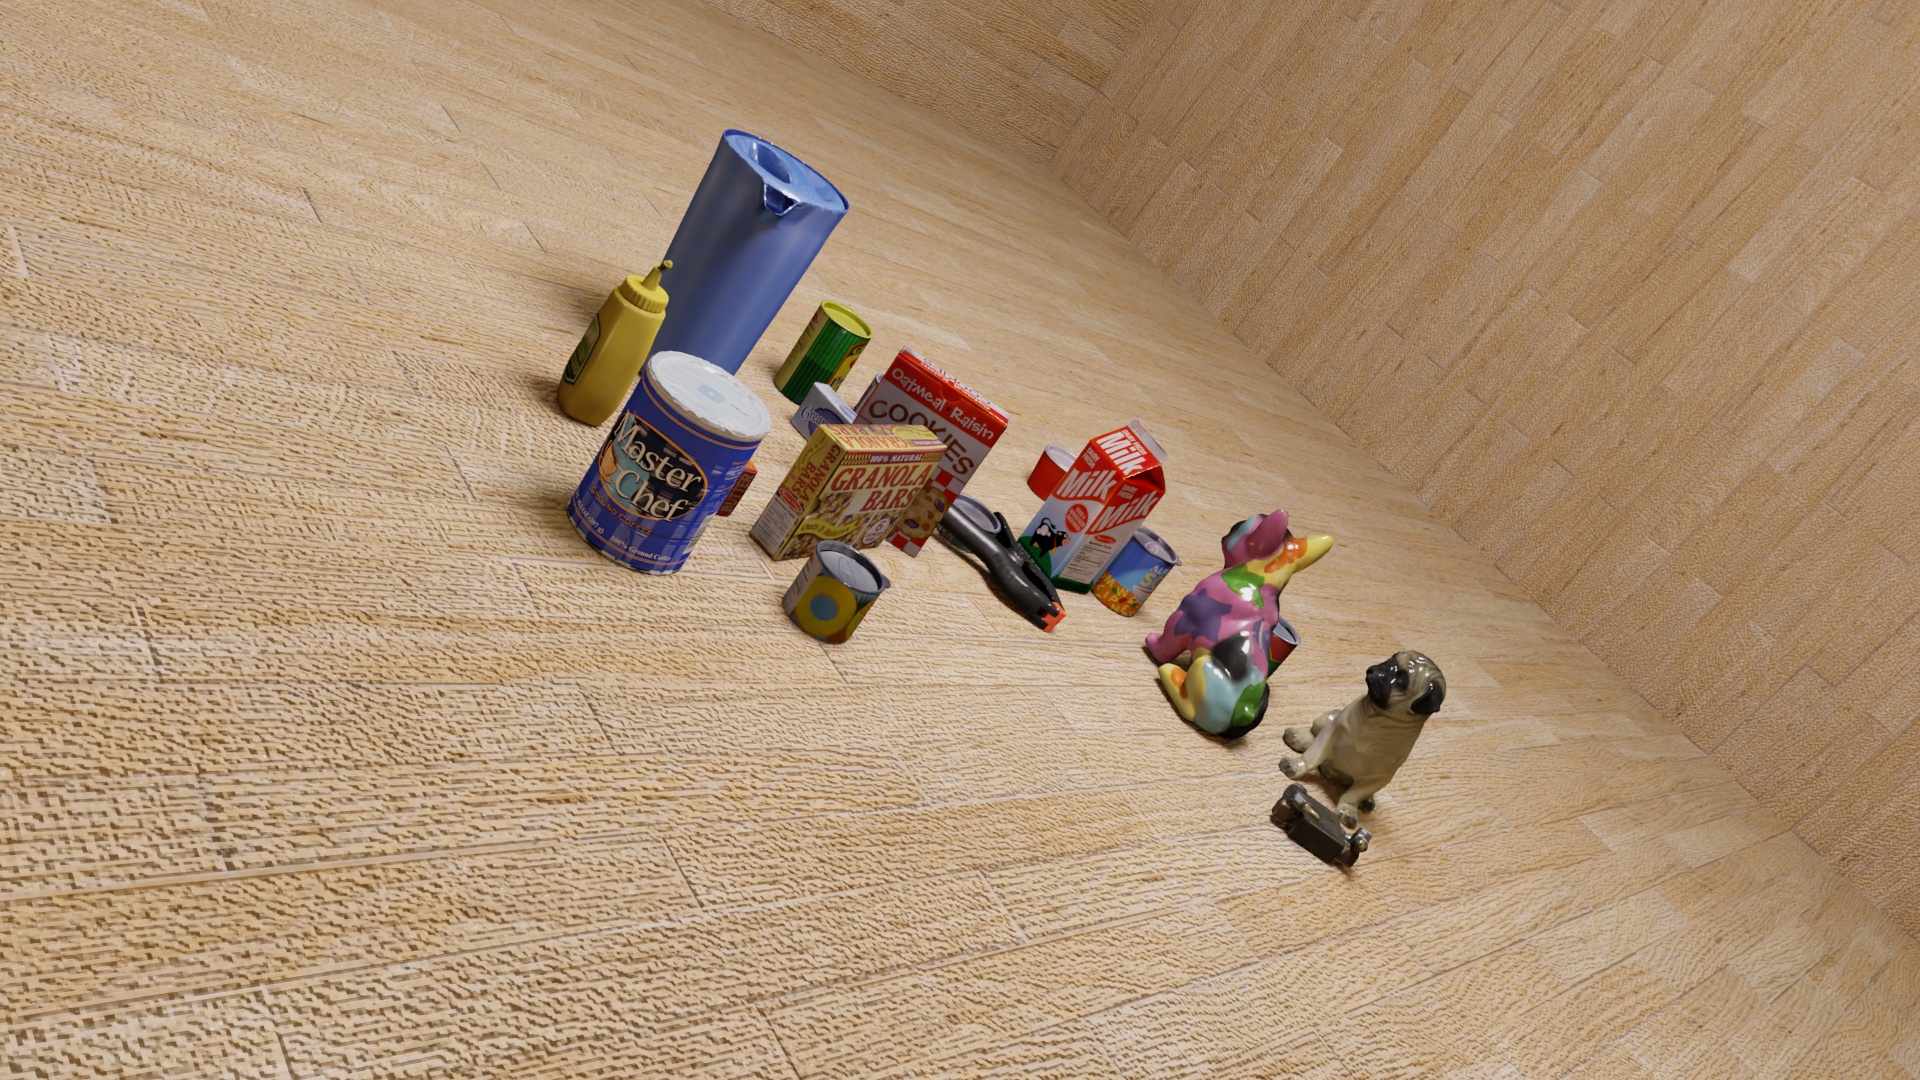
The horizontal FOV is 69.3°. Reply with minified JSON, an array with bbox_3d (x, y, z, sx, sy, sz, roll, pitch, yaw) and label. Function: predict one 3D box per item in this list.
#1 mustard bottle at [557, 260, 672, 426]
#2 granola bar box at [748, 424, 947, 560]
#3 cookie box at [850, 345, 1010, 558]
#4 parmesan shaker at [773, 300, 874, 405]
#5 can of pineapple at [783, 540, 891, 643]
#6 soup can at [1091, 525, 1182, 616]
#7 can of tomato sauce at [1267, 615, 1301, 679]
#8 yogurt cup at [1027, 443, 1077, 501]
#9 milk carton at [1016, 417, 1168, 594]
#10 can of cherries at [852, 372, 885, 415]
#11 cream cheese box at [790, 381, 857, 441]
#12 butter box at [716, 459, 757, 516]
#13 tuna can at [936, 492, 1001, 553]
[{"bbox_3d":[-0.287,-0.174,1.174,0.049,0.159,0.065,21,26,-33],"label":"mustard bottle"},{"bbox_3d":[-0.096,-0.045,1.239,0.039,0.123,0.166,44,23,20],"label":"granola bar box"},{"bbox_3d":[-0.049,-0.084,1.328,0.123,0.166,0.040,33,22,-8],"label":"cookie box"},{"bbox_3d":[-0.148,-0.200,1.503,0.071,0.102,0.071,30,22,-14],"label":"parmesan shaker"},{"bbox_3d":[-0.102,0.043,1.141,0.071,0.057,0.071,30,23,-14],"label":"can of pineapple"},{"bbox_3d":[0.195,0.036,1.551,0.071,0.083,0.071,30,22,-14],"label":"soup can"},{"bbox_3d":[0.332,0.124,1.573,0.071,0.082,0.071,30,22,-14],"label":"can of tomato sauce"},{"bbox_3d":[0.119,-0.078,1.710,0.072,0.053,0.073,30,23,-14],"label":"yogurt cup"},{"bbox_3d":[0.150,-0.039,1.494,0.073,0.189,0.072,14,30,-43],"label":"milk carton"},{"bbox_3d":[-0.080,-0.144,1.549,0.071,0.058,0.072,30,23,-14],"label":"can of cherries"},{"bbox_3d":[-0.126,-0.110,1.419,0.104,0.053,0.024,47,24,25],"label":"cream cheese box"},{"bbox_3d":[-0.215,-0.073,1.218,0.024,0.053,0.104,16,29,-41],"label":"butter box"},{"bbox_3d":[0.005,-0.018,1.453,0.071,0.032,0.071,30,23,-14],"label":"tuna can"}]
